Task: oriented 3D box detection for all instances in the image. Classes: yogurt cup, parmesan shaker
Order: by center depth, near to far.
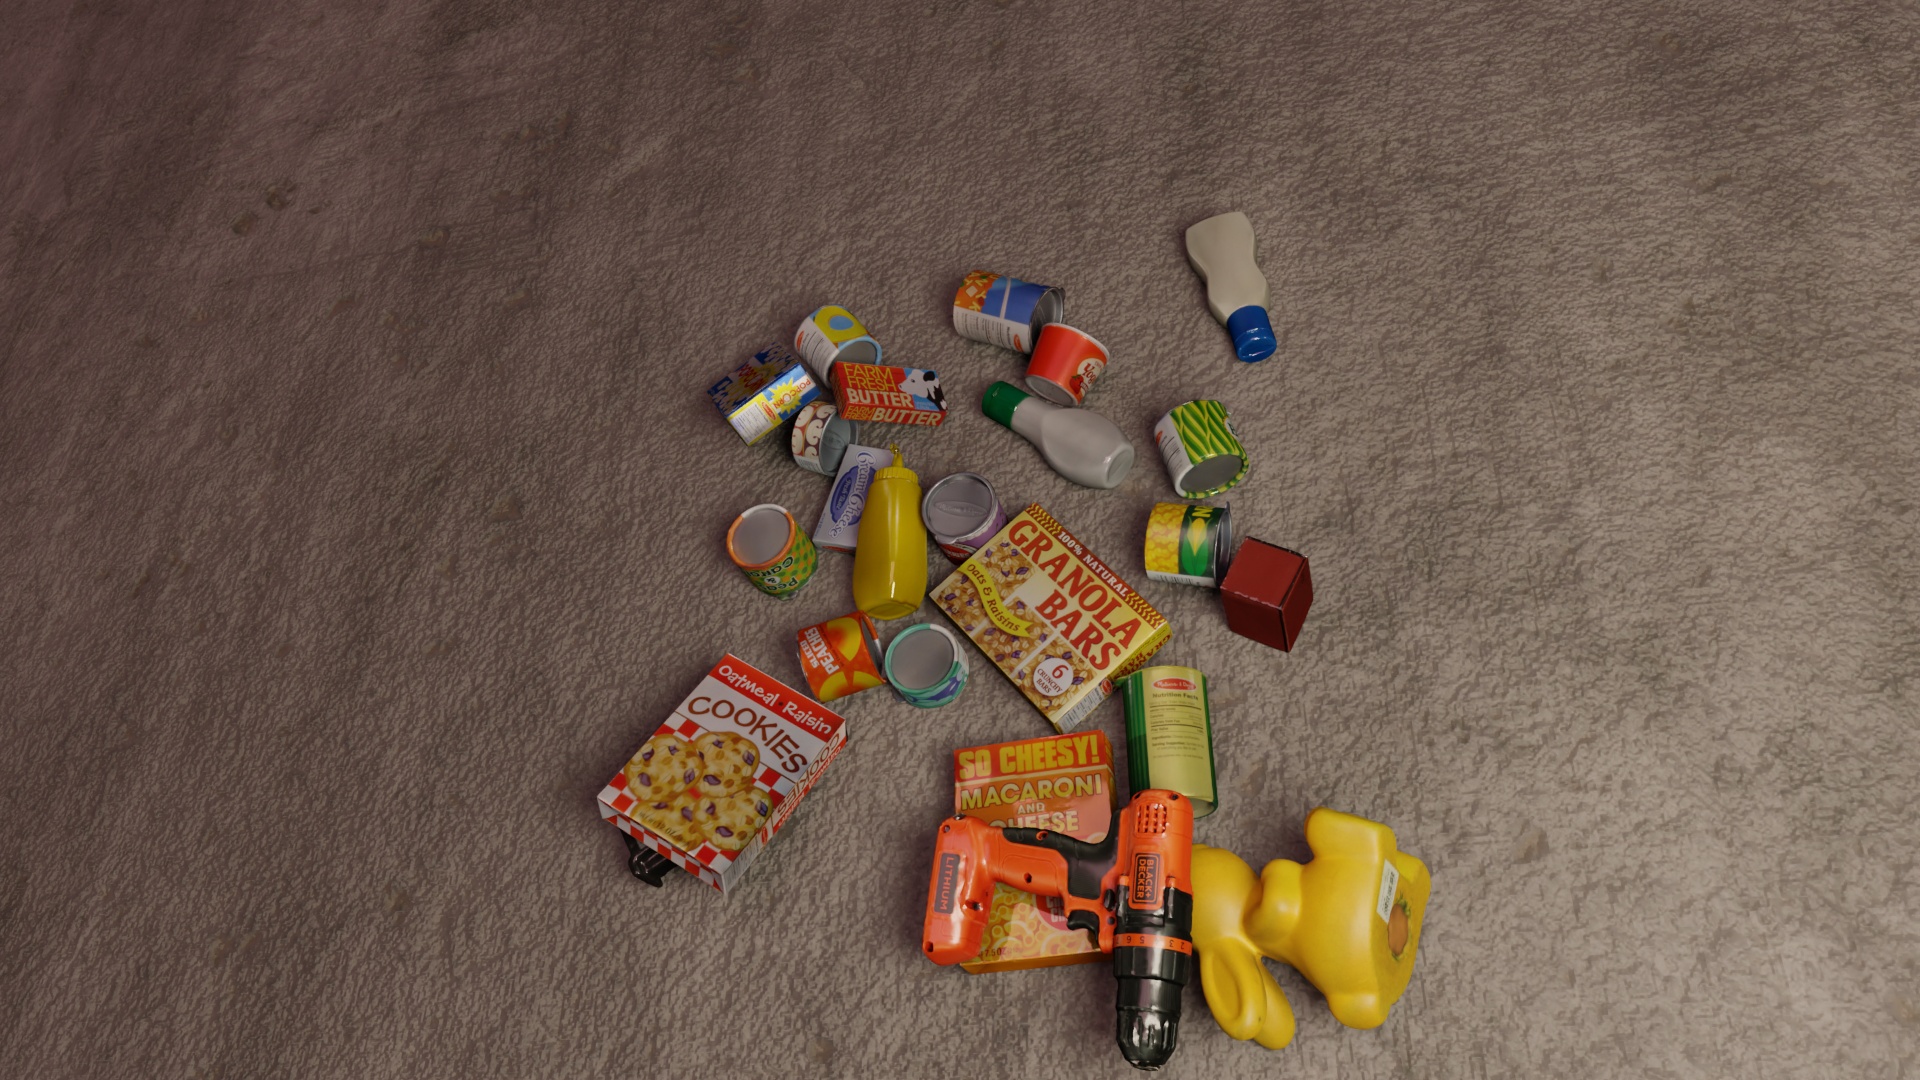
[{"bbox_3d":[0.155,0.155,1.052,0.071,0.071,0.103,-8,60,14],"label":"parmesan shaker"},{"bbox_3d":[0.093,-0.157,1.252,0.072,0.072,0.054,22,78,27],"label":"yogurt cup"}]

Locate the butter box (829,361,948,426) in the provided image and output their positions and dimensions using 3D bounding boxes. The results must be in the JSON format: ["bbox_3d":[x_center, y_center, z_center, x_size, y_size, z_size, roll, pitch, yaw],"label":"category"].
[{"bbox_3d":[-0.067,-0.135,1.279,0.104,0.024,0.053,2,53,-28],"label":"butter box"}]

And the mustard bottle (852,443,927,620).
[{"bbox_3d":[-0.058,-0.013,1.212,0.065,0.049,0.161,-21,58,44],"label":"mustard bottle"}]

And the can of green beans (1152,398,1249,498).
[{"bbox_3d":[0.202,-0.076,1.169,0.071,0.071,0.058,-21,58,5],"label":"can of green beans"}]

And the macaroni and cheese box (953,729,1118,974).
[{"bbox_3d":[0.059,0.235,1.053,0.123,0.040,0.167,-10,60,13],"label":"macaroni and cheese box"}]

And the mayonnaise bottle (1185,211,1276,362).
[{"bbox_3d":[0.249,-0.229,1.257,0.065,0.041,0.149,-16,59,10],"label":"mayonnaise bottle"}]

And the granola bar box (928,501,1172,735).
[{"bbox_3d":[0.073,0.063,1.147,0.124,0.039,0.166,-41,58,-7],"label":"granola bar box"}]

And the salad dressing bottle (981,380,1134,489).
[{"bbox_3d":[0.084,-0.097,1.233,0.148,0.044,0.064,33,77,31],"label":"salad dressing bottle"}]

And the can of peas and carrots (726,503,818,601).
[{"bbox_3d":[-0.168,0.011,1.242,0.071,0.058,0.071,-8,59,14],"label":"can of peas and carrots"}]

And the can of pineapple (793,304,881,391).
[{"bbox_3d":[-0.116,-0.184,1.333,0.071,0.070,0.058,-38,58,-5],"label":"can of pineapple"}]

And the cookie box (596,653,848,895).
[{"bbox_3d":[-0.188,0.184,1.121,0.123,0.040,0.168,27,53,17],"label":"cookie box"}]

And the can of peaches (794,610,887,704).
[{"bbox_3d":[-0.099,0.097,1.164,0.058,0.071,0.071,-18,58,6],"label":"can of peaches"}]

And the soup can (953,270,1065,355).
[{"bbox_3d":[0.046,-0.215,1.298,0.084,0.071,0.071,19,69,26],"label":"soup can"}]

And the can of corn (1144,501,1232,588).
[{"bbox_3d":[0.186,0.001,1.130,0.058,0.071,0.071,6,64,21],"label":"can of corn"}]

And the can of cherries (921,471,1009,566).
[{"bbox_3d":[0.004,-0.015,1.202,0.071,0.058,0.072,-7,60,13],"label":"can of cherries"}]

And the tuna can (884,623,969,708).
[{"bbox_3d":[-0.030,0.106,1.159,0.071,0.032,0.071,-8,59,13],"label":"tuna can"}]

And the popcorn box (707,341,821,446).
[{"bbox_3d":[-0.187,-0.140,1.310,0.085,0.038,0.127,-38,24,-4],"label":"popcorn box"}]

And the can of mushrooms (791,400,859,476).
[{"bbox_3d":[-0.124,-0.097,1.284,0.033,0.070,0.071,15,67,26],"label":"can of mushrooms"}]

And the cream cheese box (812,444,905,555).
[{"bbox_3d":[-0.092,-0.036,1.265,0.053,0.024,0.104,9,65,21],"label":"cream cheese box"}]
